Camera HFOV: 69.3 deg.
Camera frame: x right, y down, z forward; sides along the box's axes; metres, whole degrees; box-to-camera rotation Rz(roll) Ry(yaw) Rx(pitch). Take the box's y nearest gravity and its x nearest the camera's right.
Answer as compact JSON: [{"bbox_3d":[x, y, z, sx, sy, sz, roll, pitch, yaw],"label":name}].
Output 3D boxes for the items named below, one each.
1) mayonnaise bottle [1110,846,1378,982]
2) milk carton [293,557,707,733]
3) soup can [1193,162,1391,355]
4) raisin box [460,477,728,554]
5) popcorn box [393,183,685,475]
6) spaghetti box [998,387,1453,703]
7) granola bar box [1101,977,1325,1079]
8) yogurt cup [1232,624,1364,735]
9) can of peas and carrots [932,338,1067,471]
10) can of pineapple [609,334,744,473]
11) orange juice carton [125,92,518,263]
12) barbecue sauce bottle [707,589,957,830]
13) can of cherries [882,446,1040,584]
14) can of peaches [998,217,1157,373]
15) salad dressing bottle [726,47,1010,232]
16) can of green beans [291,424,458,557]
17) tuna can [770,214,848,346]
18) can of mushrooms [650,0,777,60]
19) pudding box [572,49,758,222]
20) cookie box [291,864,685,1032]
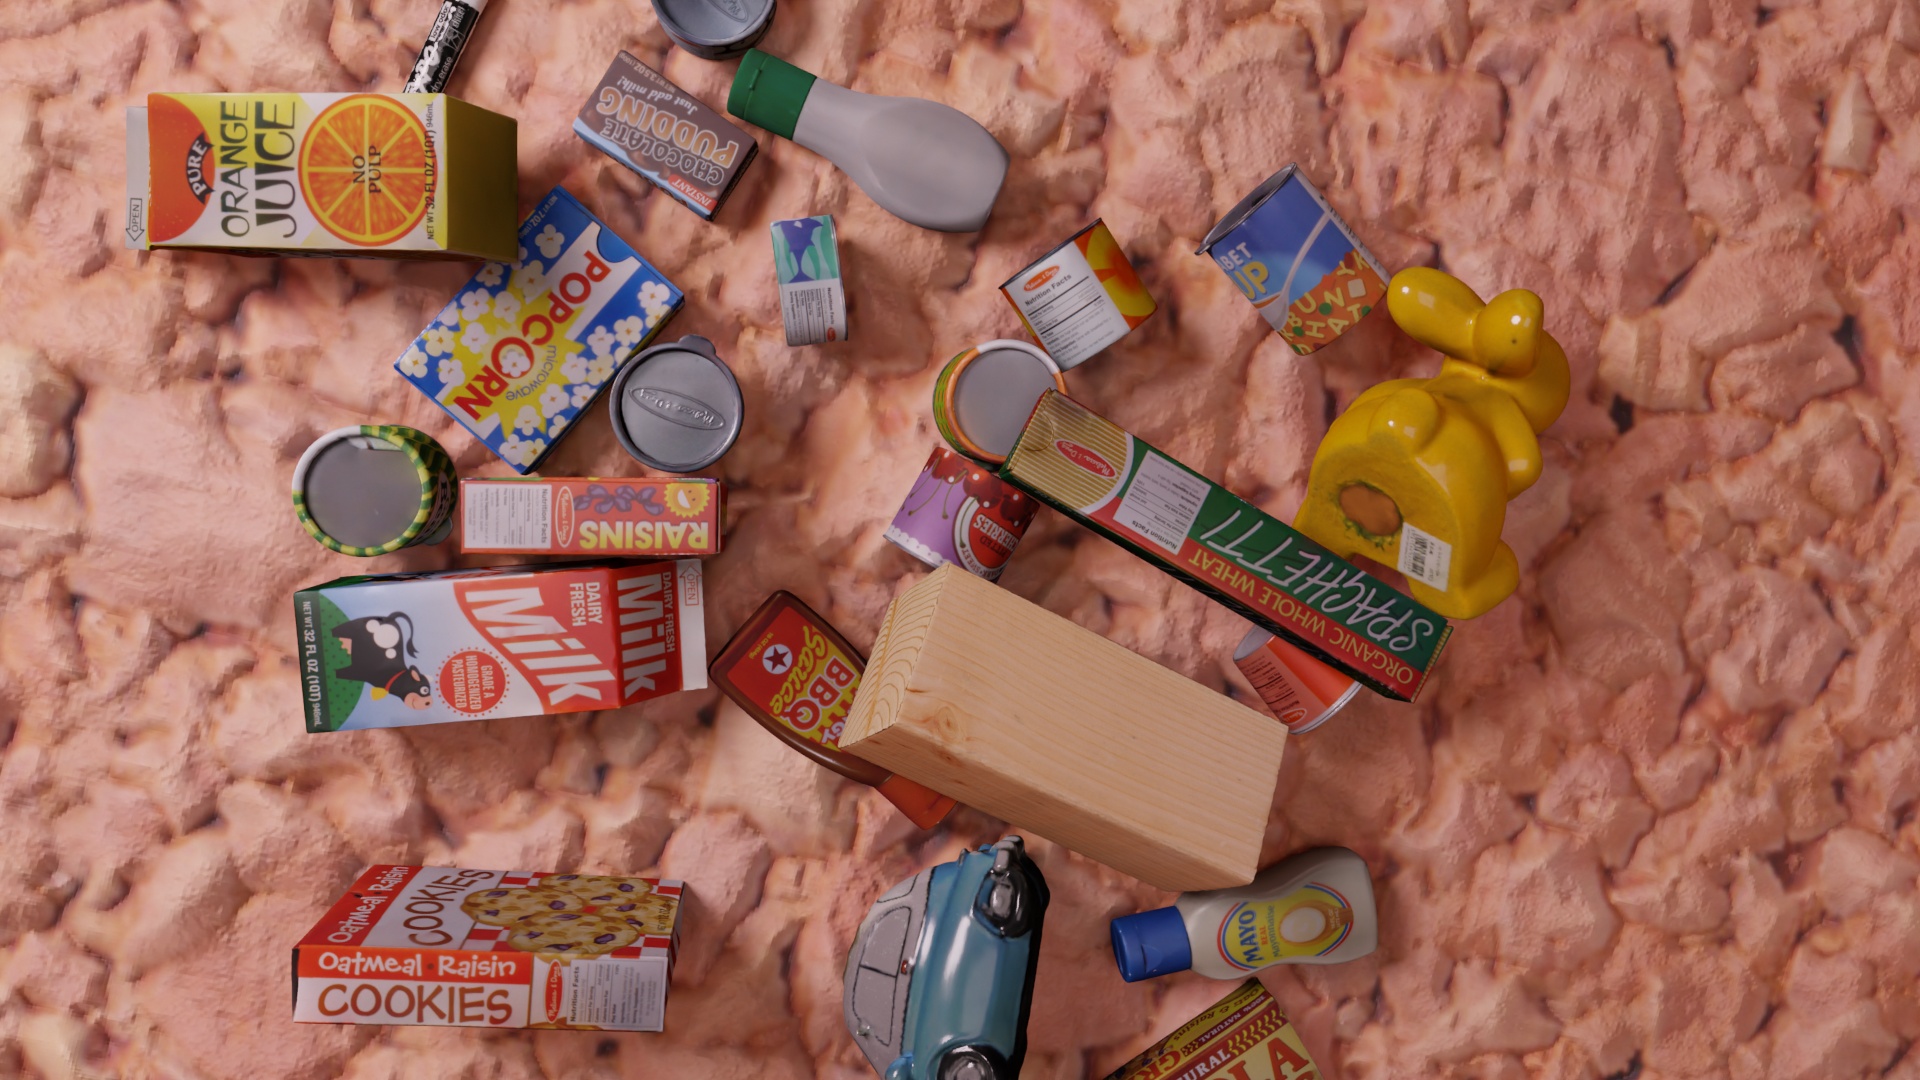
[{"bbox_3d":[0.162,0.220,0.794,0.148,0.041,0.064,-10,97,-8],"label":"mayonnaise bottle"},{"bbox_3d":[-0.228,0.050,0.713,0.191,0.073,0.072,-3,94,-8],"label":"milk carton"},{"bbox_3d":[0.181,-0.151,0.760,0.071,0.071,0.083,-44,99,-3],"label":"soup can"},{"bbox_3d":[-0.182,-0.013,0.708,0.123,0.086,0.040,1,90,-8],"label":"raisin box"},{"bbox_3d":[-0.216,-0.107,0.721,0.085,0.038,0.127,42,88,-7],"label":"popcorn box"},{"bbox_3d":[0.138,0.005,0.718,0.250,0.028,0.050,29,82,-8],"label":"spaghetti box"},{"bbox_3d":[0.139,0.352,0.802,0.166,0.039,0.124,-32,97,-5],"label":"granola bar box"},{"bbox_3d":[0.190,0.067,0.778,0.054,0.072,0.072,45,88,-1],"label":"yogurt cup"},{"bbox_3d":[0.020,-0.072,0.746,0.071,0.059,0.071,-1,94,-7],"label":"can of peas and carrots"},{"bbox_3d":[-0.145,-0.070,0.724,0.071,0.058,0.071,-1,94,-8],"label":"can of pineapple"},{"bbox_3d":[-0.318,-0.174,0.670,0.193,0.073,0.071,3,97,9],"label":"orange juice carton"},{"bbox_3d":[-0.063,0.096,0.754,0.148,0.043,0.065,43,79,-9],"label":"barbecue sauce bottle"},{"bbox_3d":[0.003,-0.009,0.742,0.071,0.071,0.058,31,89,-9],"label":"can of cherries"},{"bbox_3d":[0.064,-0.131,0.746,0.071,0.071,0.058,-35,98,-4],"label":"can of peaches"},{"bbox_3d":[-0.048,-0.213,0.735,0.148,0.044,0.064,23,93,-8],"label":"salad dressing bottle"},{"bbox_3d":[-0.296,-0.026,0.706,0.071,0.058,0.071,-1,94,-8],"label":"can of green beans"},{"bbox_3d":[-0.079,-0.137,0.726,0.033,0.071,0.071,-8,95,-6],"label":"tuna can"},{"bbox_3d":[-0.127,-0.289,0.723,0.071,0.033,0.071,-1,94,-7],"label":"can of mushrooms"},{"bbox_3d":[-0.154,-0.210,0.727,0.083,0.030,0.049,33,90,-9],"label":"pudding box"},{"bbox_3d":[-0.228,0.202,0.698,0.168,0.123,0.040,5,93,-8],"label":"cookie box"}]
